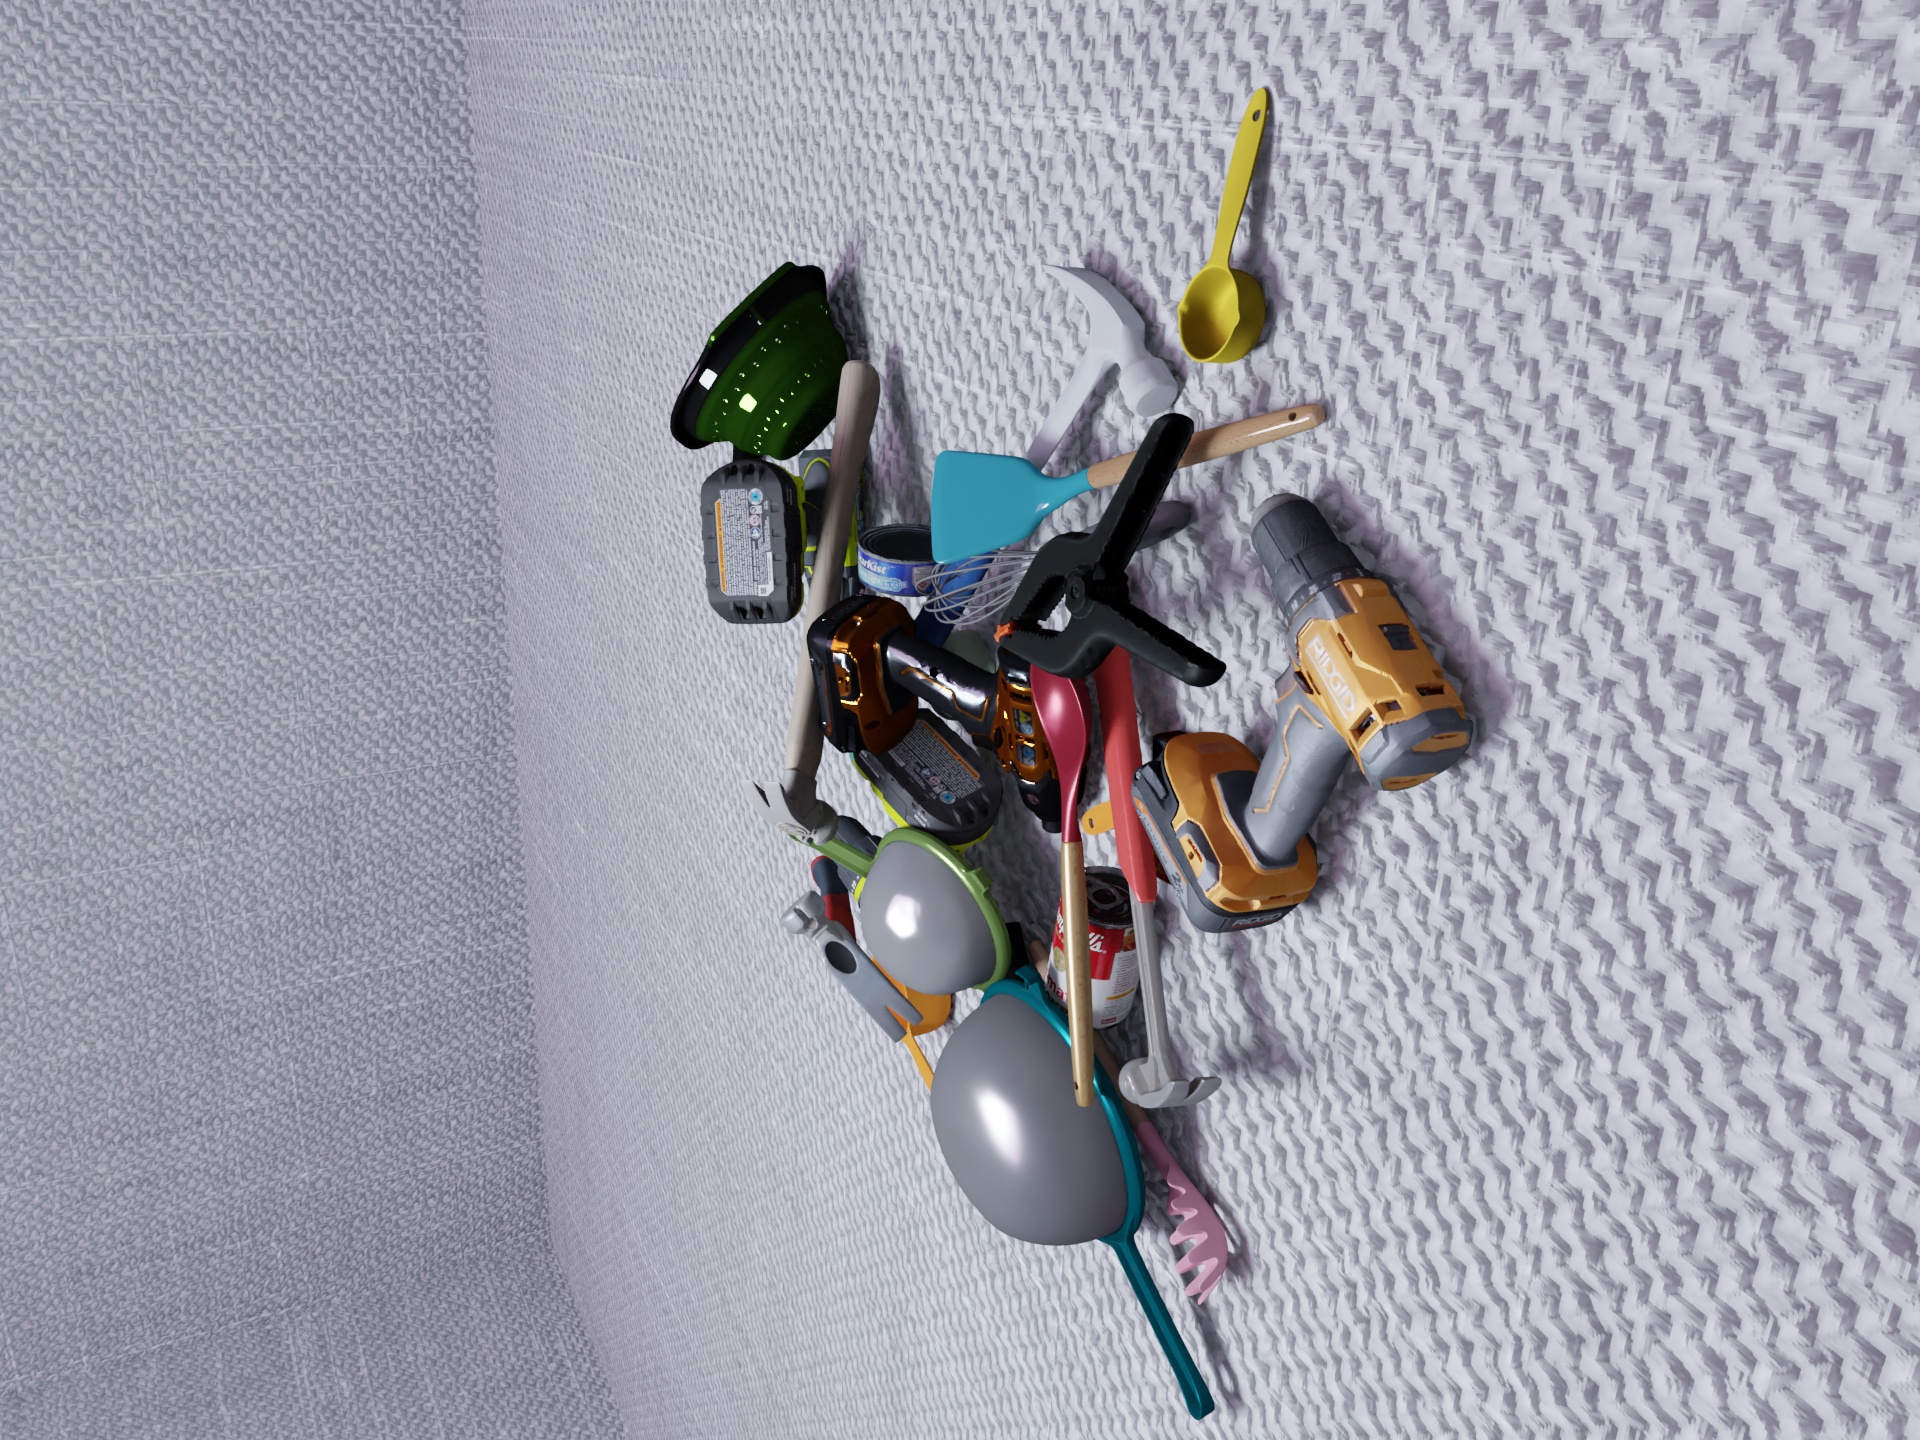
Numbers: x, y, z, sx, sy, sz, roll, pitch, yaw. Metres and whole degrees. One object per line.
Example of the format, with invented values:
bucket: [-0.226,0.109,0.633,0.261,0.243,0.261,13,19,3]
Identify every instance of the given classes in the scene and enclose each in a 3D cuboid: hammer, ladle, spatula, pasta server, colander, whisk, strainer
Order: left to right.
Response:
colander: [-0.174,-0.289,1.532,0.094,0.204,0.397,42,165,2]
hammer: [-0.113,-0.112,1.310,0.146,0.038,0.411,54,-139,-68]
hammer: [-0.104,0.190,1.475,0.143,0.038,0.386,49,179,-7]
strainer: [-0.073,0.147,1.300,0.257,0.069,0.151,26,137,37]
hammer: [0.029,-0.157,1.188,0.405,0.035,0.144,-56,49,46]
whisk: [0.060,-0.113,1.104,0.239,0.055,0.055,-15,84,42]
strainer: [0.067,0.361,1.163,0.341,0.095,0.211,62,155,17]
ladle: [0.077,0.108,1.088,0.069,0.031,0.315,-176,82,-68]
spatula: [0.096,-0.161,1.017,0.317,0.044,0.082,-8,78,51]
pasta server: [0.117,0.287,1.193,0.060,0.040,0.317,83,161,-46]
hammer: [0.116,0.072,1.052,0.149,0.036,0.359,114,151,-73]

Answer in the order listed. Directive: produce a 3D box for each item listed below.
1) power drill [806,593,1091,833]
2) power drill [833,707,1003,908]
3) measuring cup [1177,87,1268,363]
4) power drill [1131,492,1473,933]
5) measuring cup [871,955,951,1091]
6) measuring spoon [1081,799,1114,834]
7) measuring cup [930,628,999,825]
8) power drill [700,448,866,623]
power drill: [-0.002,-0.004,1.215,0.227,0.084,0.164,15,129,33]
power drill: [-0.049,0.101,1.374,0.191,0.080,0.228,45,144,28]
measuring cup: [0.167,-0.287,0.935,0.062,0.029,0.156,34,116,56]
power drill: [0.183,-0.003,0.926,0.226,0.084,0.186,-60,43,46]
measuring cup: [-0.028,0.283,1.469,0.174,0.052,0.095,60,147,32]
measuring spoon: [0.116,0.066,1.160,0.117,0.011,0.021,145,112,-65]
measuring cup: [0.003,0.007,1.331,0.083,0.038,0.167,-20,78,63]
power drill: [-0.142,-0.154,1.406,0.080,0.223,0.171,0,99,19]
